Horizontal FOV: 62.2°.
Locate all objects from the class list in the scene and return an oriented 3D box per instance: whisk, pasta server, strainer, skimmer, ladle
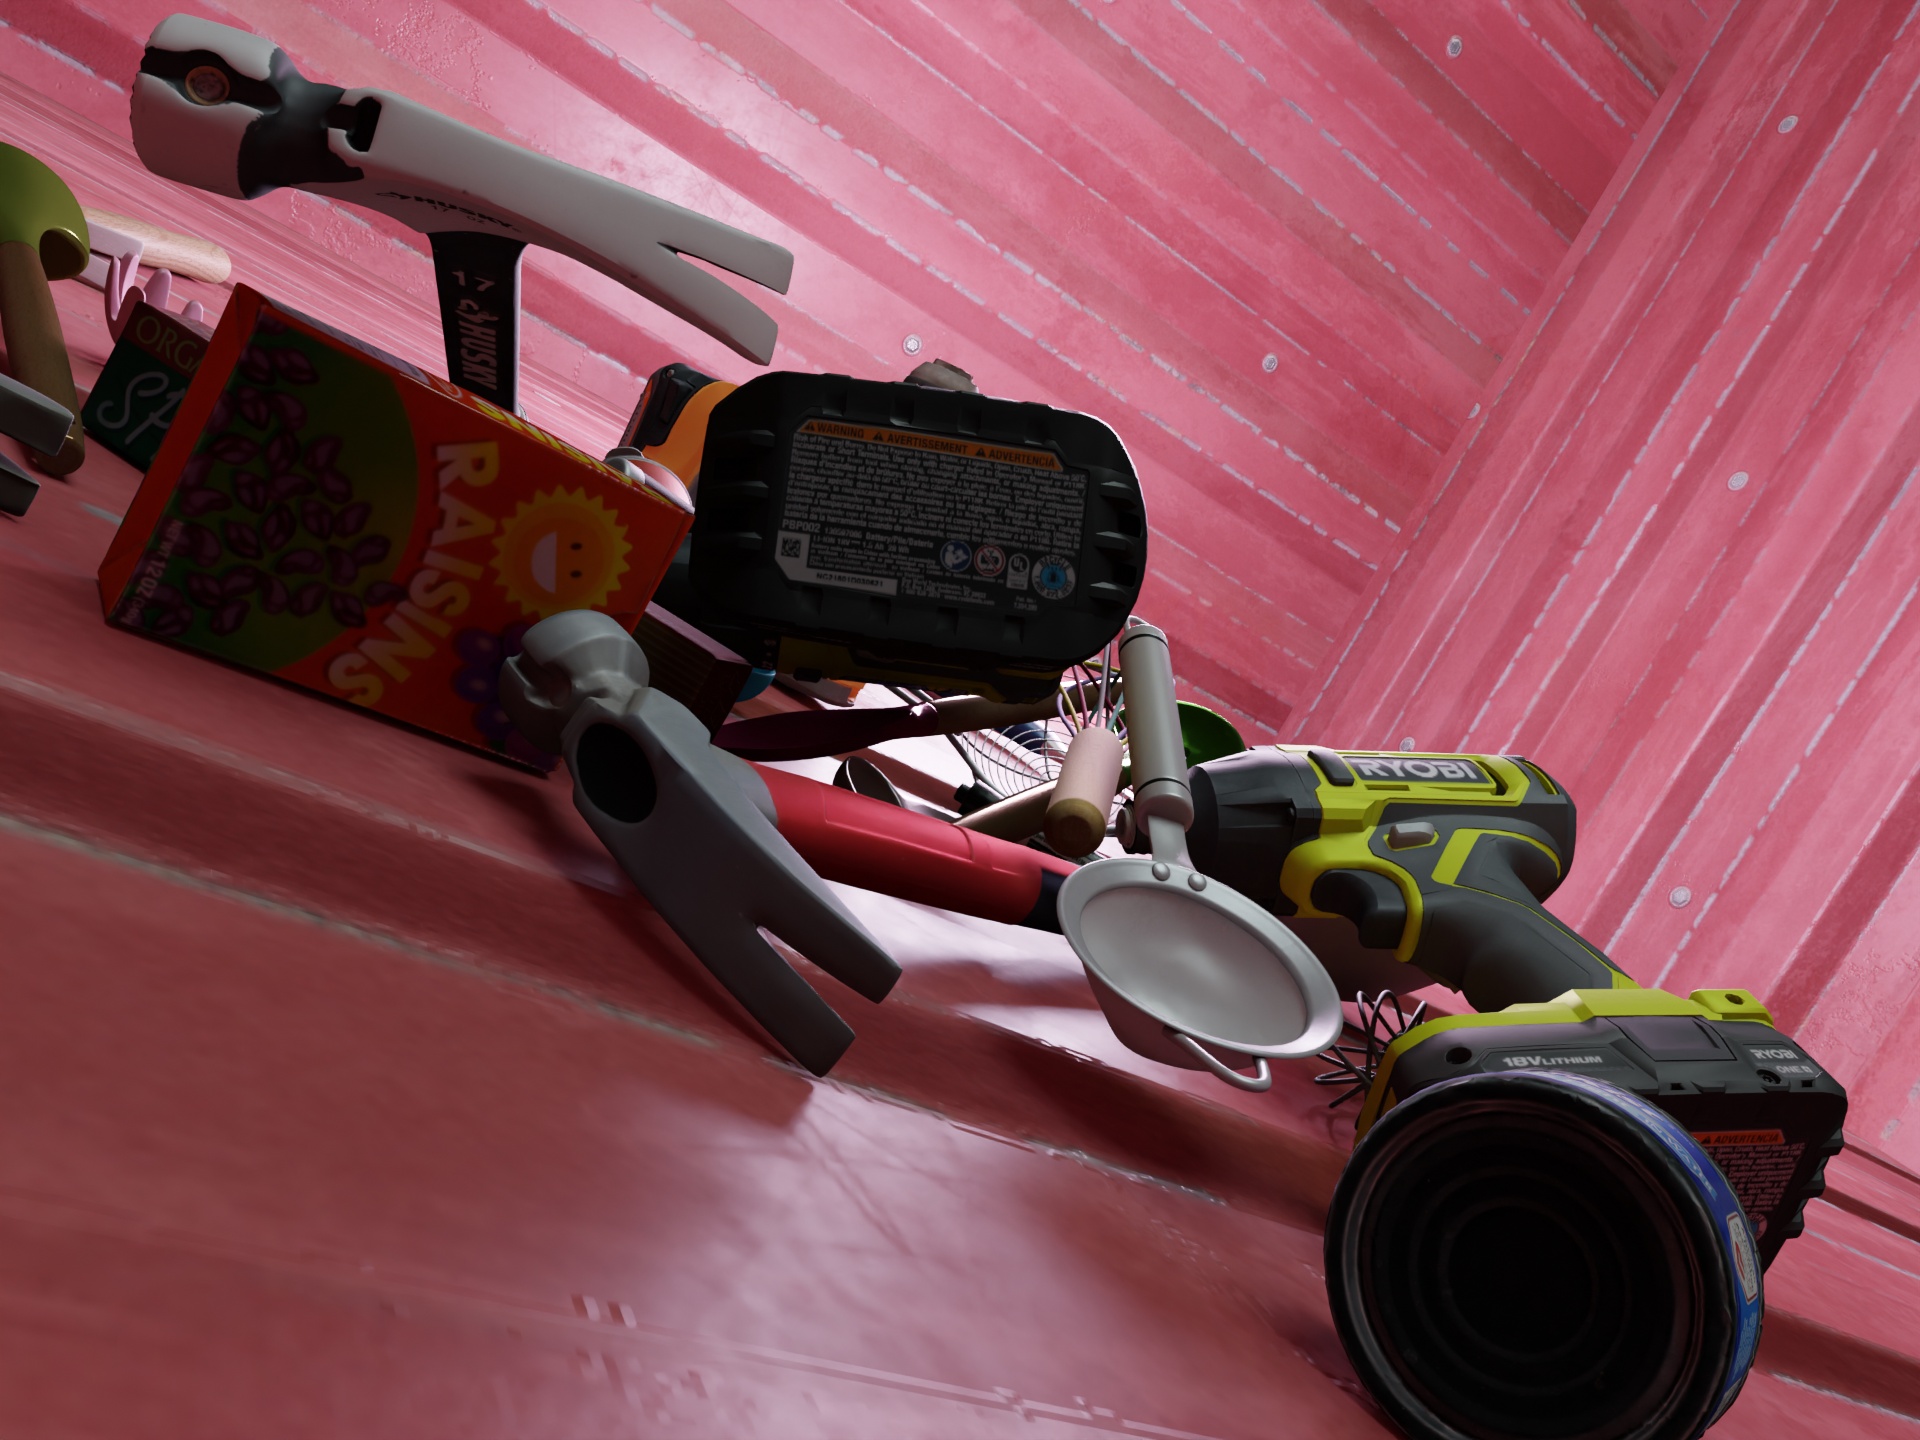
[{"bbox_3d":[0.181,0.138,0.653,0.055,0.055,0.238,33,2,23],"label":"whisk"},{"bbox_3d":[-0.283,-0.143,0.782,0.060,0.040,0.316,46,11,23],"label":"pasta server"},{"bbox_3d":[0.052,0.007,0.635,0.047,0.051,0.245,45,16,-4],"label":"whisk"},{"bbox_3d":[0.160,0.091,0.760,0.152,0.069,0.256,47,11,20],"label":"strainer"},{"bbox_3d":[0.066,0.035,0.506,0.087,0.050,0.259,18,33,-10],"label":"strainer"},{"bbox_3d":[-0.016,-0.041,0.763,0.362,0.090,0.127,35,28,-45],"label":"skimmer"},{"bbox_3d":[-0.346,-0.148,0.578,0.078,0.062,0.320,20,18,-42],"label":"ladle"}]

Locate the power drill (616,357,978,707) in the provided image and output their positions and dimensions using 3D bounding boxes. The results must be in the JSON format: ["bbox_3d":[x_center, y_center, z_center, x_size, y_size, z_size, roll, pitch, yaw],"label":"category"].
[{"bbox_3d":[-0.095,-0.130,0.876,0.226,0.185,0.084,31,7,41],"label":"power drill"}]

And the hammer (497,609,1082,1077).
[{"bbox_3d":[0.026,0.064,0.529,0.143,0.038,0.386,43,11,32],"label":"hammer"}]

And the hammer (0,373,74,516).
[{"bbox_3d":[-0.260,-0.058,0.228,0.149,0.036,0.359,28,6,-18],"label":"hammer"}]

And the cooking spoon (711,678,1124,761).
[{"bbox_3d":[-0.001,-0.002,0.693,0.069,0.017,0.318,2,6,32],"label":"cooking spoon"}]

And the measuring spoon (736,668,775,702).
[{"bbox_3d":[-0.142,-0.032,0.673,0.128,0.021,0.042,19,10,-16],"label":"measuring spoon"}]

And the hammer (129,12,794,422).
[{"bbox_3d":[-0.159,-0.109,0.551,0.149,0.036,0.409,14,-8,-14],"label":"hammer"}]

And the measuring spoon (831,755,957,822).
[{"bbox_3d":[-0.014,0.046,0.630,0.124,0.018,0.034,32,27,-52],"label":"measuring spoon"}]

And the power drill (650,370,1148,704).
[{"bbox_3d":[-0.040,-0.052,0.569,0.190,0.080,0.228,7,-5,-8],"label":"power drill"}]

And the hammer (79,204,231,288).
[{"bbox_3d":[-0.503,-0.287,0.935,0.130,0.031,0.331,29,6,-9],"label":"hammer"}]

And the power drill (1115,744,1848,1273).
[{"bbox_3d":[0.157,0.080,0.526,0.171,0.080,0.223,2,26,-13],"label":"power drill"}]

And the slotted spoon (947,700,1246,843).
[{"bbox_3d":[0.055,0.029,0.709,0.070,0.031,0.313,28,20,22],"label":"slotted spoon"}]

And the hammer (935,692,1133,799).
[{"bbox_3d":[0.067,0.021,1.076,0.406,0.035,0.144,33,7,26],"label":"hammer"}]
